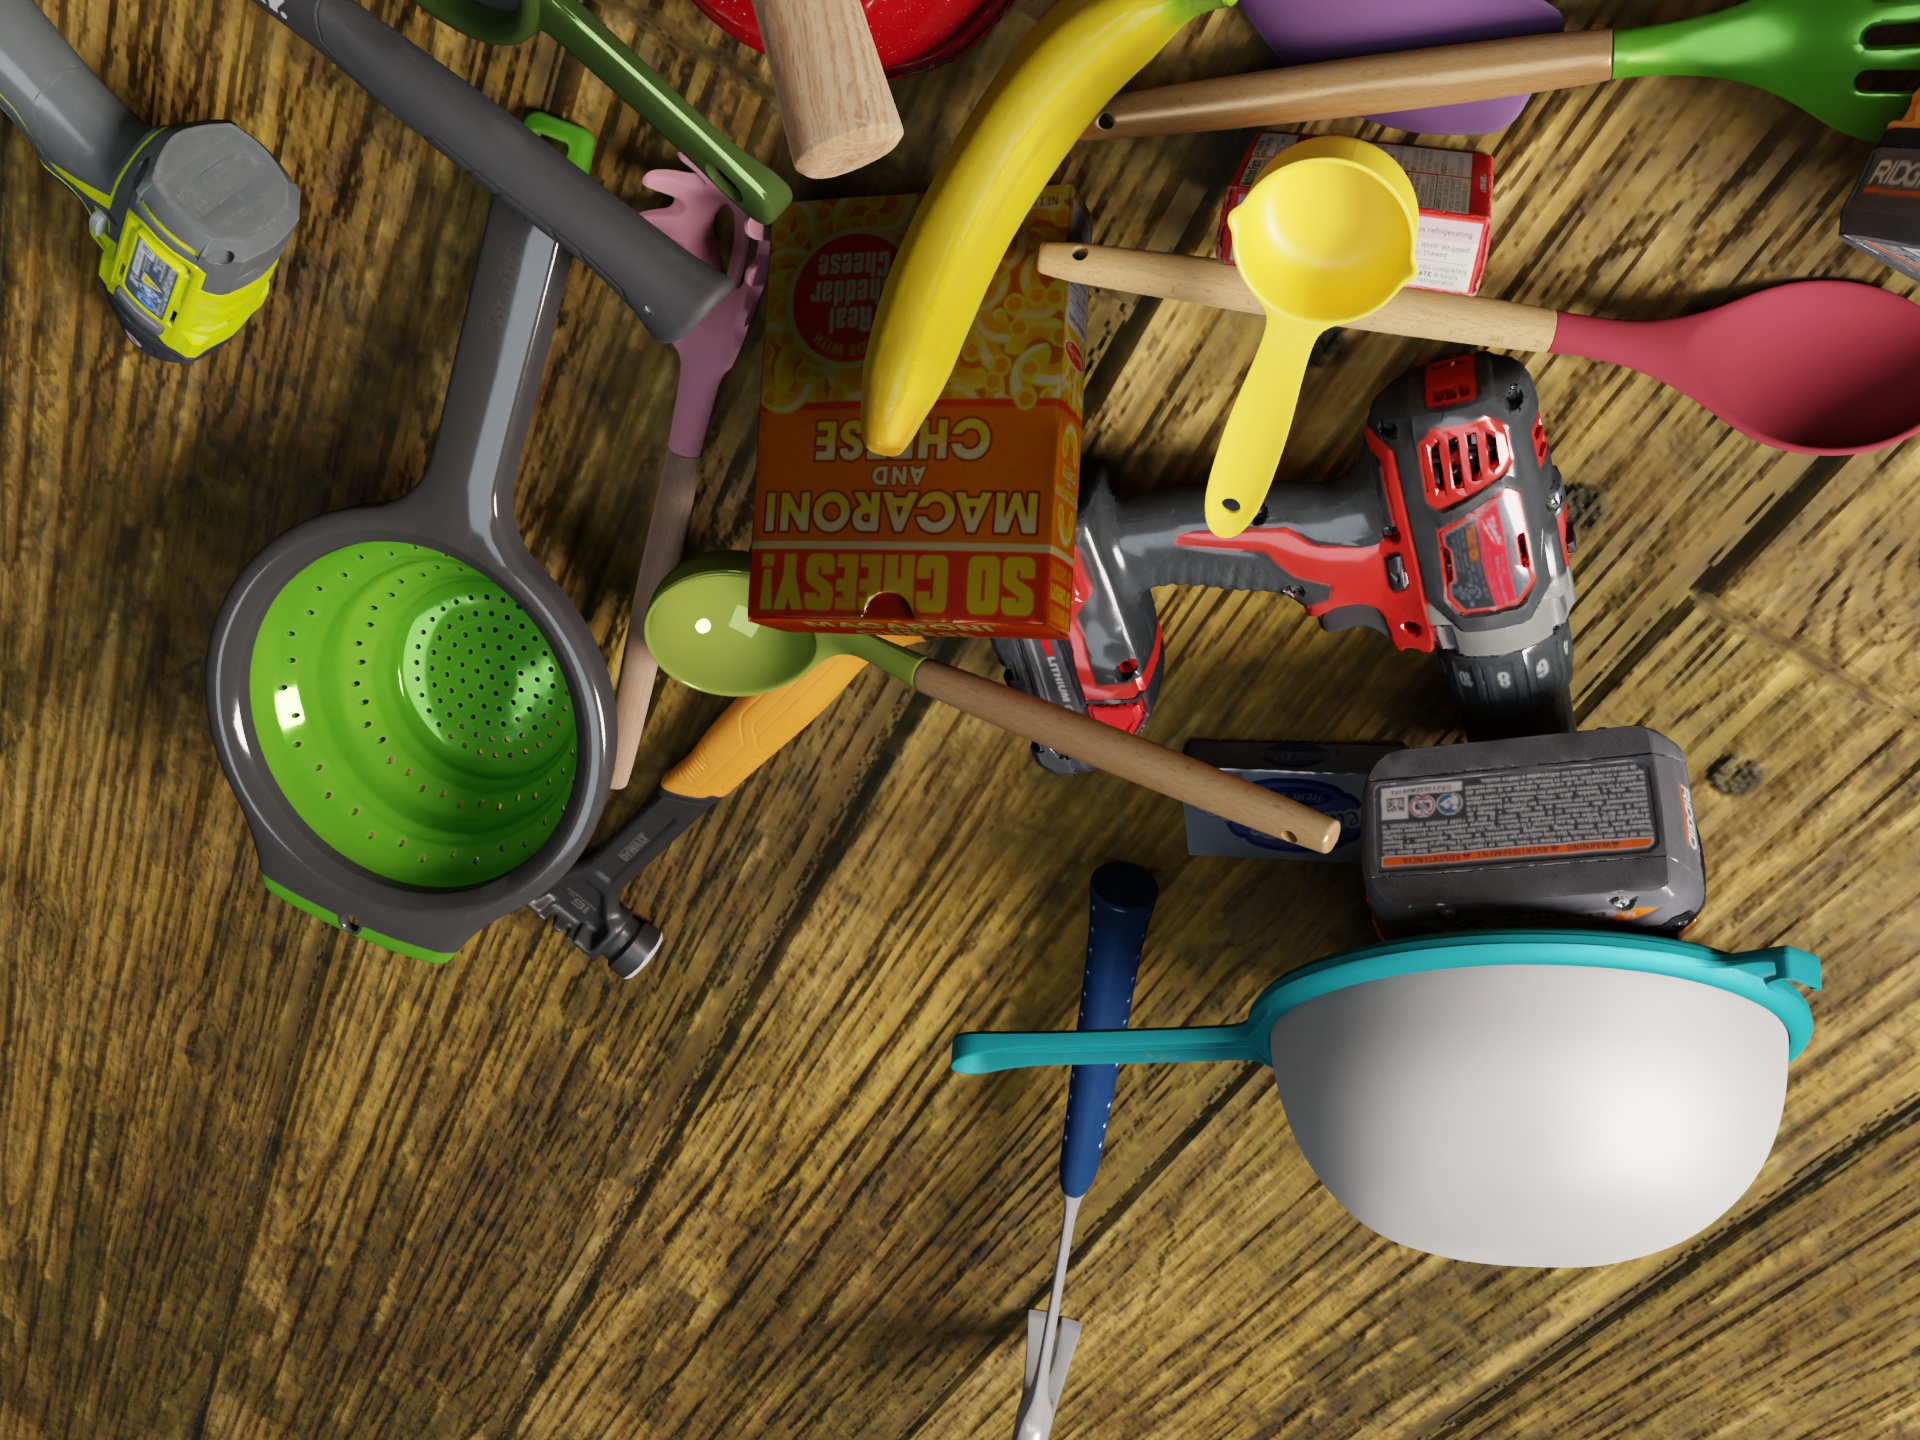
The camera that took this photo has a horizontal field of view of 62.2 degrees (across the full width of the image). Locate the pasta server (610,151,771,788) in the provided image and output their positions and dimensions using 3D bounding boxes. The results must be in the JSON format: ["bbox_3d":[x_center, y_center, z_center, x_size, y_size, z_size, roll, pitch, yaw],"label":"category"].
[{"bbox_3d":[-0.133,-0.095,0.711,0.060,0.040,0.316,30,122,18],"label":"pasta server"}]

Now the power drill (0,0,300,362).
[{"bbox_3d":[-0.392,-0.255,0.672,0.223,0.080,0.171,47,149,-17],"label":"power drill"}]

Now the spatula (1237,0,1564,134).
[{"bbox_3d":[0.054,-0.282,0.550,0.316,0.018,0.059,25,131,0],"label":"spatula"}]

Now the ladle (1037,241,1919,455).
[{"bbox_3d":[0.183,-0.141,0.563,0.315,0.069,0.031,10,162,5],"label":"ladle"}]

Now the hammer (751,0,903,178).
[{"bbox_3d":[-0.077,-0.329,0.475,0.130,0.031,0.331,-16,92,24],"label":"hammer"}]

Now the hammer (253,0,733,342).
[{"bbox_3d":[-0.226,-0.259,0.604,0.334,0.035,0.146,38,152,-3],"label":"hammer"}]

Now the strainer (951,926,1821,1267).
[{"bbox_3d":[0.157,0.165,0.634,0.340,0.095,0.210,-4,150,16],"label":"strainer"}]

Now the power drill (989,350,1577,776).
[{"bbox_3d":[0.136,-0.038,0.656,0.227,0.080,0.187,-10,120,21],"label":"power drill"}]

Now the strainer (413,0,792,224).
[{"bbox_3d":[-0.145,-0.287,0.565,0.256,0.069,0.151,41,165,-10],"label":"strainer"}]

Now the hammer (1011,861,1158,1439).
[{"bbox_3d":[0.061,0.256,0.870,0.035,0.144,0.405,11,117,9],"label":"hammer"}]

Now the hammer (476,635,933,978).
[{"bbox_3d":[-0.129,0.016,0.808,0.127,0.034,0.337,42,126,-12],"label":"hammer"}]

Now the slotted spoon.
[{"bbox_3d":[0.189,-0.216,0.529,0.314,0.031,0.070,1,120,20],"label":"slotted spoon"}]

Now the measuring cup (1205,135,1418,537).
[{"bbox_3d":[0.111,-0.127,0.546,0.062,0.029,0.156,19,140,6],"label":"measuring cup"}]

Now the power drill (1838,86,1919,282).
[{"bbox_3d":[0.382,-0.203,0.431,0.185,0.084,0.226,23,110,-9],"label":"power drill"}]

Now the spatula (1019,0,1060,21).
[{"bbox_3d":[0.086,-0.363,0.468,0.082,0.044,0.317,26,128,-2],"label":"spatula"}]

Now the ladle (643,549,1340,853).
[{"bbox_3d":[-0.001,-0.002,0.642,0.320,0.062,0.078,22,149,31],"label":"ladle"}]

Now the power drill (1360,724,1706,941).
[{"bbox_3d":[0.261,0.092,0.662,0.164,0.084,0.226,-7,145,22],"label":"power drill"}]

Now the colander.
[{"bbox_3d":[-0.223,-0.082,0.752,0.204,0.094,0.397,23,109,5],"label":"colander"}]
